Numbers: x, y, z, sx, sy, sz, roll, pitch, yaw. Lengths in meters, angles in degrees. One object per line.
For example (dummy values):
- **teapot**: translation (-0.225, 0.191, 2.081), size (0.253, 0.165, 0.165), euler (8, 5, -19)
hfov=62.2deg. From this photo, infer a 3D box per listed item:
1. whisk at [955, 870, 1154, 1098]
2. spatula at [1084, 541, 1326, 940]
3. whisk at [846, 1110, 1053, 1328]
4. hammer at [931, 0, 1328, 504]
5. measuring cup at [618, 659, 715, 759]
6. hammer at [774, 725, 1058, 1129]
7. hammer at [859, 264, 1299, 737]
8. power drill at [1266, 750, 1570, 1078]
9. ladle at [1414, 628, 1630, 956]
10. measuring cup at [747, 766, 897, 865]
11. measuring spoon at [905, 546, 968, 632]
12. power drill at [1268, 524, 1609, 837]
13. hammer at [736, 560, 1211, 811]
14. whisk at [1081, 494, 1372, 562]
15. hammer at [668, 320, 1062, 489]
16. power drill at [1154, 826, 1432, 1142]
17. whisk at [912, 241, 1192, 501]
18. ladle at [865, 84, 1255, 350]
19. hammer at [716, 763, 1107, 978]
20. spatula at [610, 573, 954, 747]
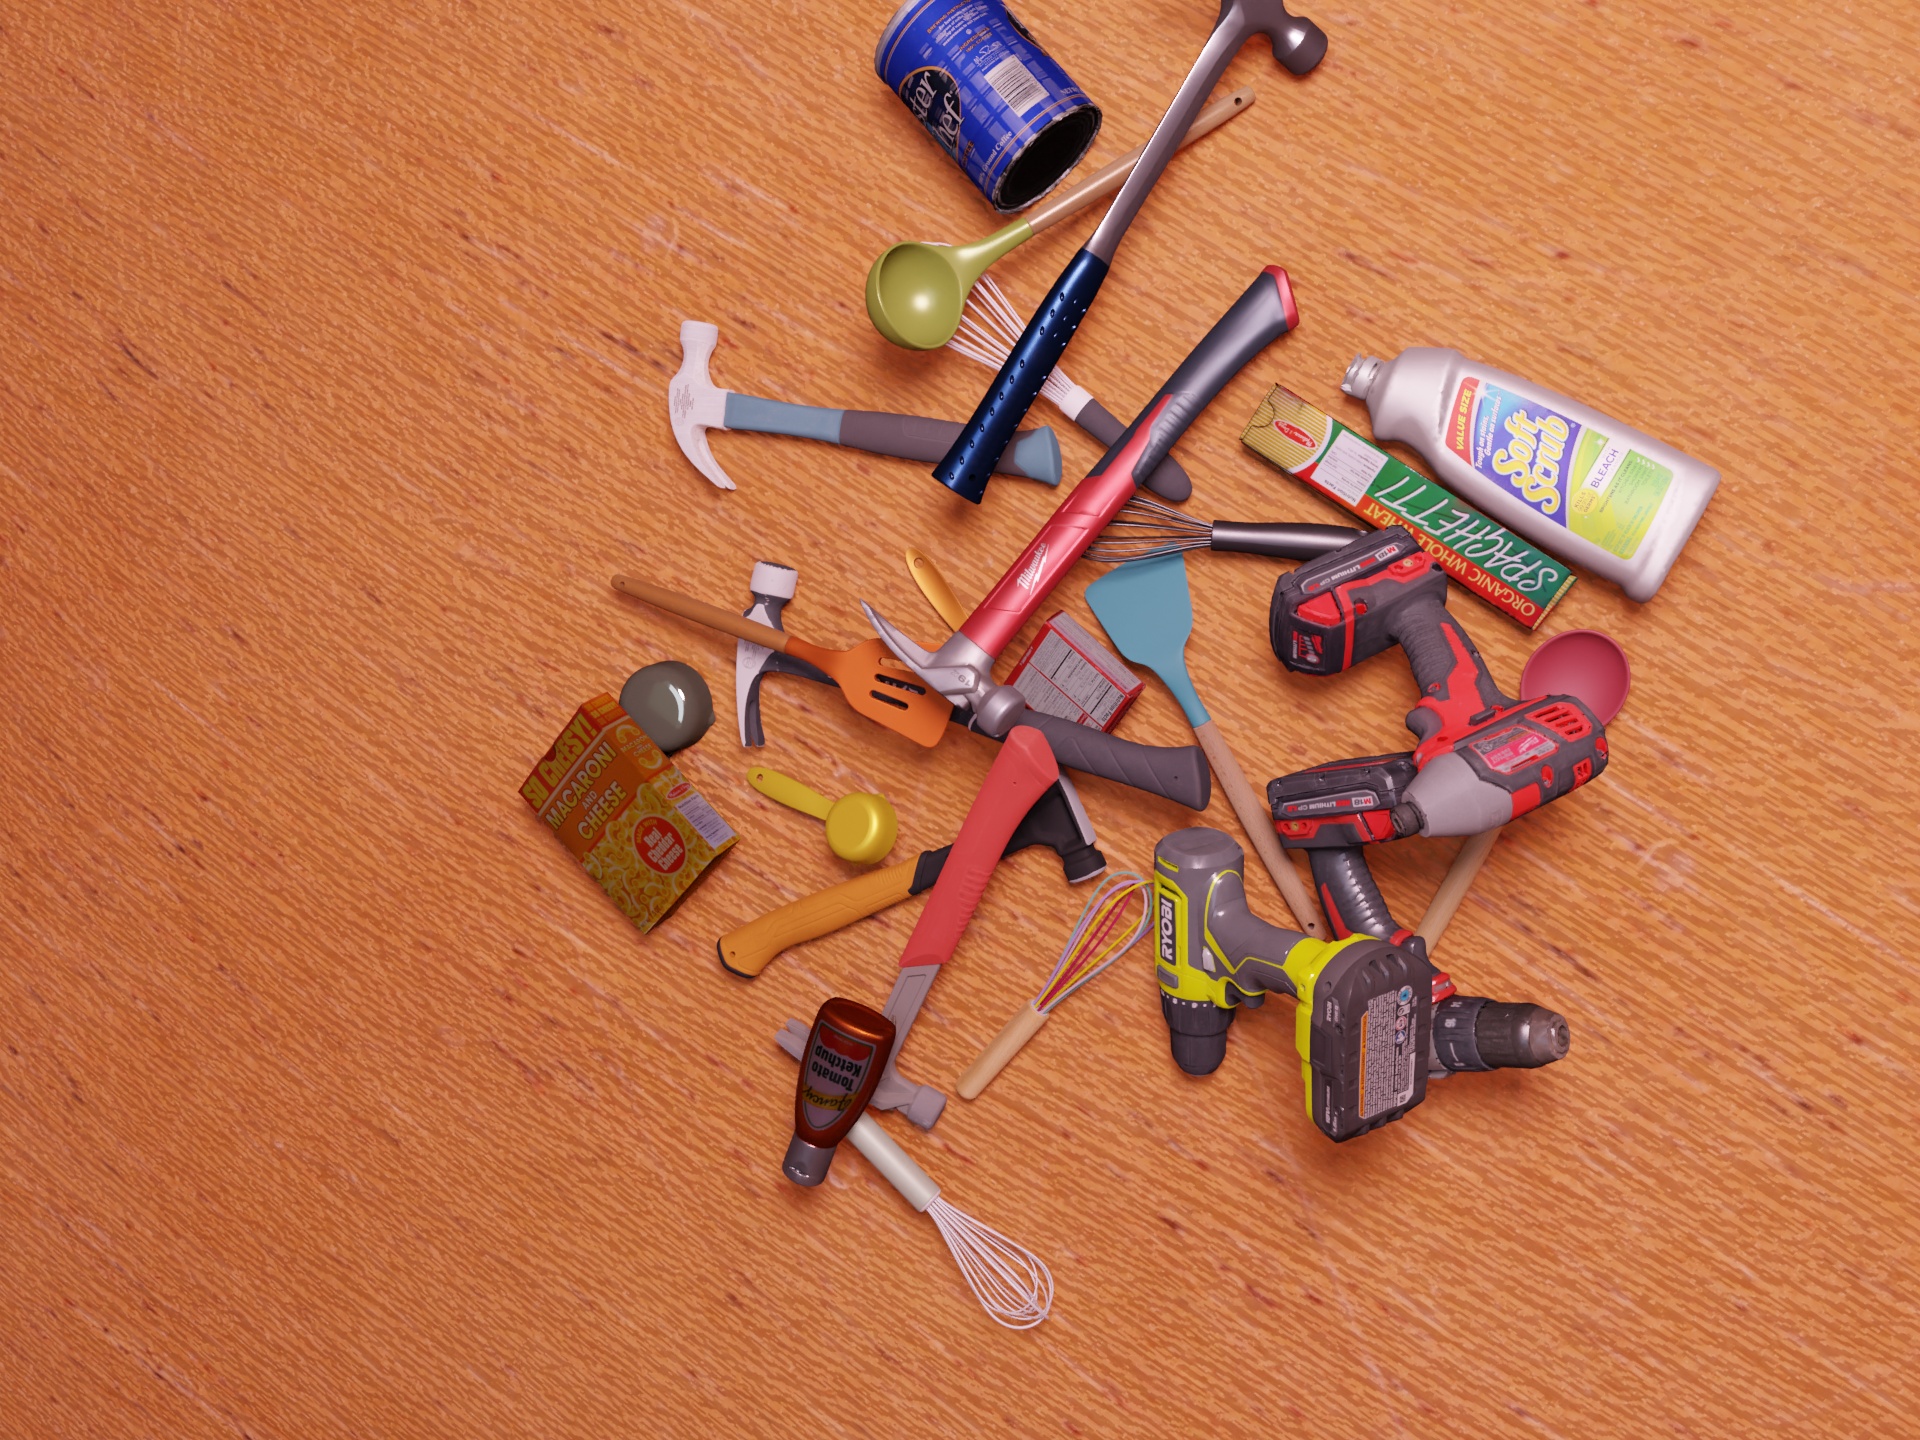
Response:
- **whisk**: translation (0.072, 0.208, 1.240), size (0.051, 0.047, 0.245), euler (42, 109, 9)
- **spatula**: translation (0.196, 0.022, 1.191), size (0.082, 0.044, 0.317), euler (-28, 91, 17)
- **whisk**: translation (-0.019, 0.391, 1.277), size (0.246, 0.059, 0.058), euler (44, 80, 7)
- **hammer**: translation (0.096, -0.339, 1.118), size (0.144, 0.035, 0.405), euler (25, 103, -32)
- **measuring cup**: translation (-0.260, 0.032, 1.332), size (0.083, 0.038, 0.167), euler (19, 101, 15)
- **hammer**: translation (-0.023, 0.153, 1.224), size (0.149, 0.037, 0.359), euler (29, 118, 9)
- **hammer**: translation (0.096, -0.178, 1.143), size (0.143, 0.038, 0.386), euler (40, 90, 17)
- **power drill**: translation (0.313, 0.138, 1.100), size (0.188, 0.080, 0.227), euler (-10, 92, 48)
- **ladle**: translation (0.378, 0.077, 1.134), size (0.069, 0.031, 0.315), euler (30, 106, 18)
- **measuring cup**: translation (-0.120, 0.068, 1.276), size (0.157, 0.029, 0.062), euler (23, 91, 30)
- **measuring spoon**: translation (-0.007, -0.090, 1.254), size (0.021, 0.011, 0.117), euler (-38, 80, 18)
- **power drill**: translation (0.302, -0.019, 1.051), size (0.143, 0.078, 0.220), euler (-25, 53, -9)
- **hammer**: translation (-0.002, -0.004, 1.213), size (0.409, 0.036, 0.149), euler (17, 98, 24)
- **whisk**: translation (0.187, -0.135, 1.165), size (0.239, 0.055, 0.055), euler (6, 97, 11)
- **hammer**: translation (-0.079, -0.230, 1.249), size (0.331, 0.033, 0.128), euler (12, 98, 17)
- **power drill**: translation (0.217, 0.197, 1.116), size (0.229, 0.080, 0.190), euler (27, 125, 56)
- **whisk**: translation (0.062, -0.257, 1.192), size (0.284, 0.070, 0.070), euler (41, 106, 5)
- **ladle**: translation (0.074, -0.366, 1.134), size (0.320, 0.062, 0.078), euler (-31, 110, 1)
- **hammer**: translation (-0.056, 0.123, 1.277), size (0.337, 0.034, 0.127), euler (-25, 88, 19)
- **spatula**: translation (-0.148, -0.065, 1.250), size (0.323, 0.041, 0.081), euler (21, 100, 27)
